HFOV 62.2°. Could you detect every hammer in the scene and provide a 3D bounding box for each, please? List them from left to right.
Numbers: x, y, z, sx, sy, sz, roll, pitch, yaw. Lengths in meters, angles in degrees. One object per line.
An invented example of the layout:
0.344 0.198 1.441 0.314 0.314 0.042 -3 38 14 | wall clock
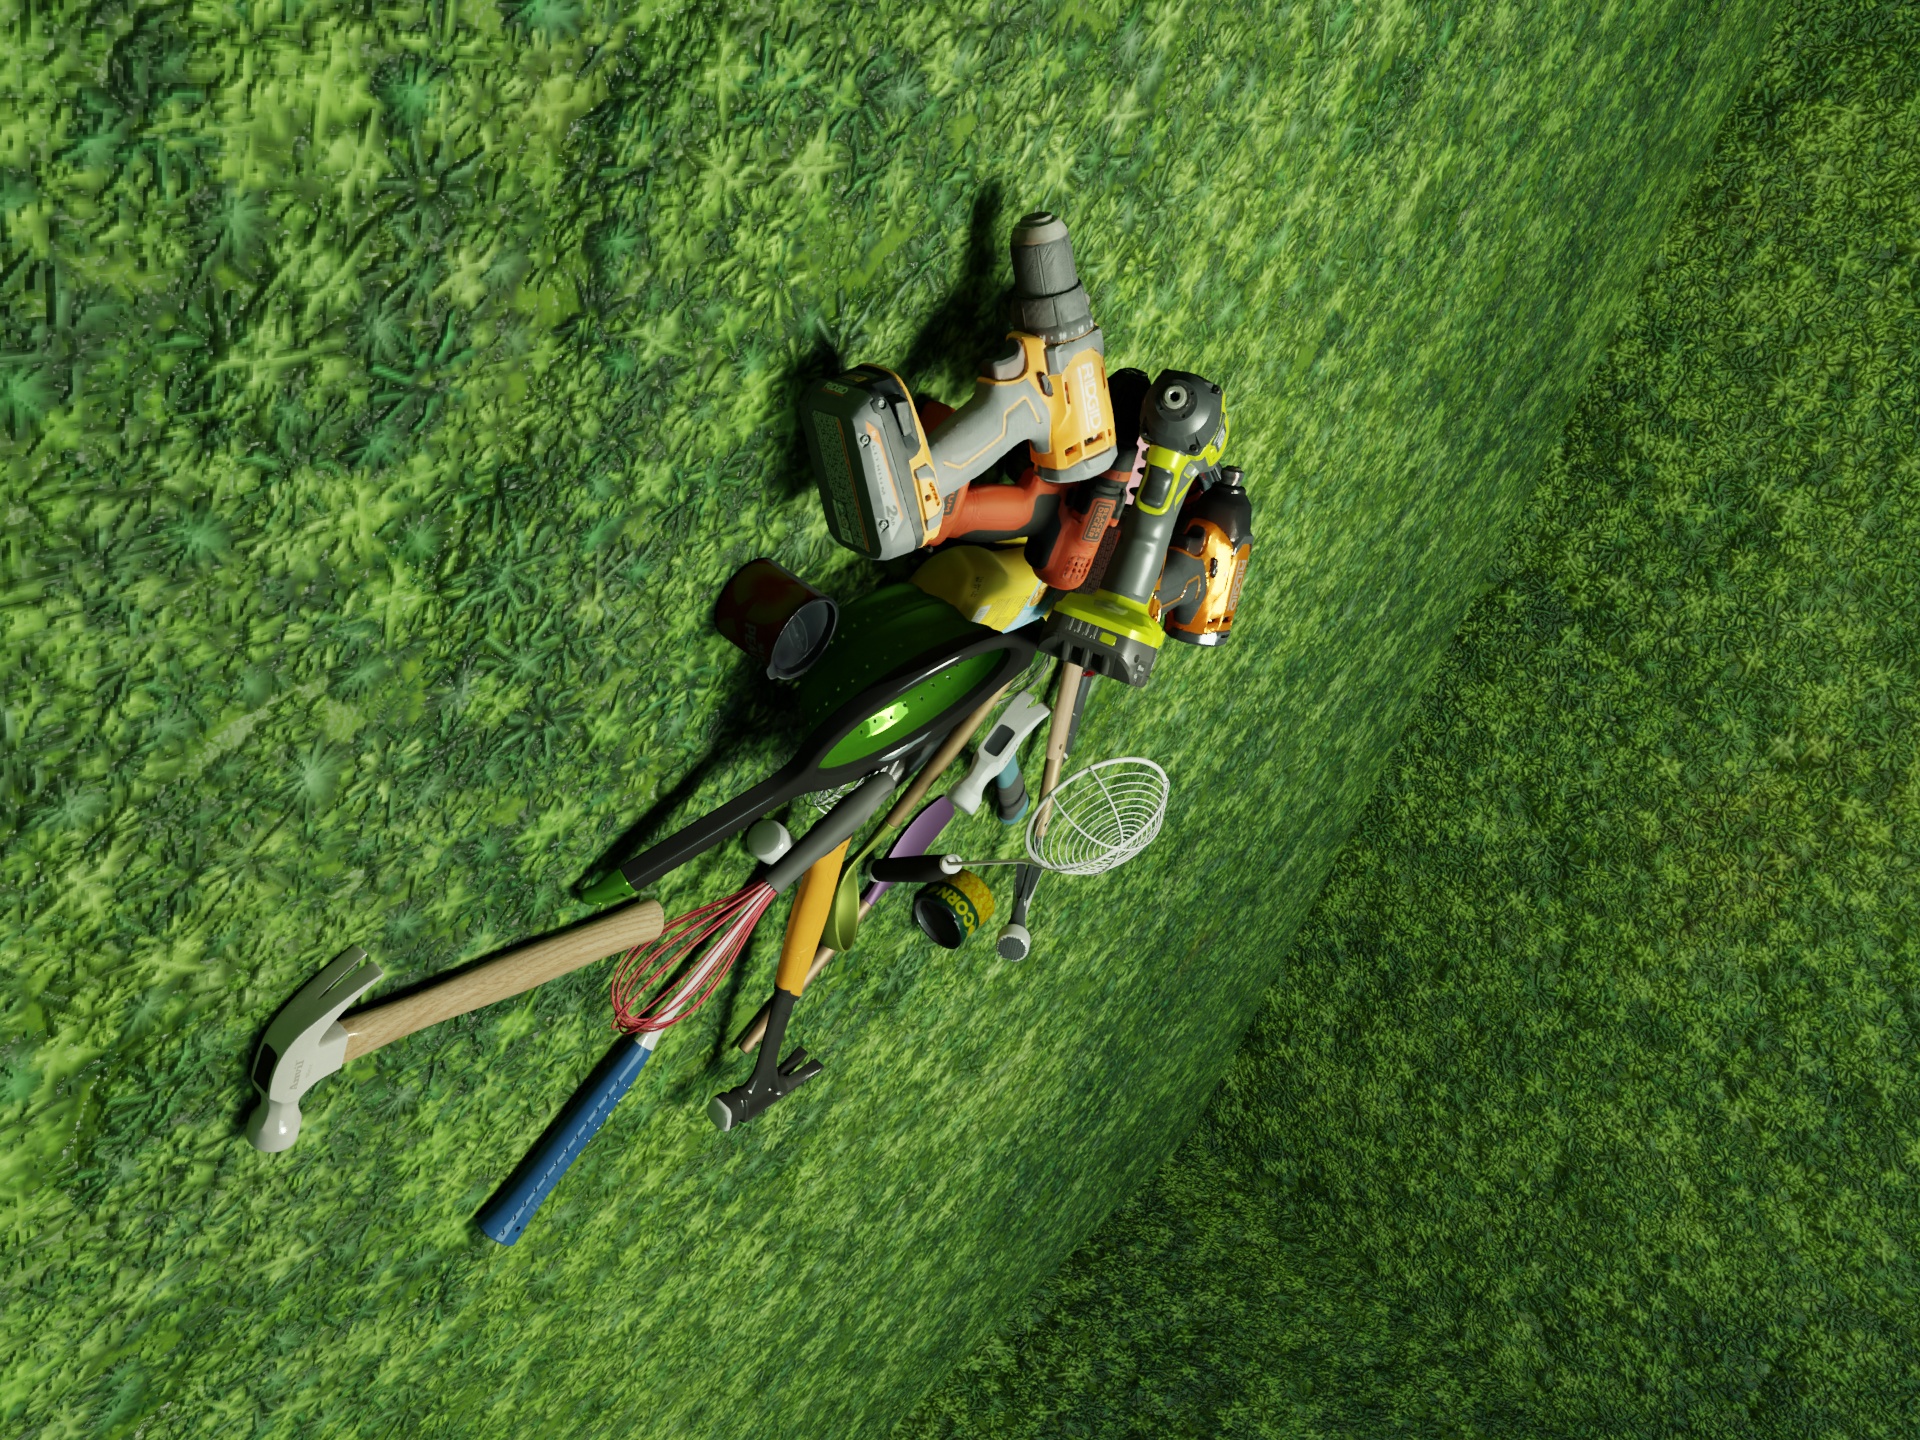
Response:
-0.329 0.181 1.097 0.331 0.031 0.130 -19 138 -54 | hammer
-0.256 0.265 1.338 0.405 0.035 0.144 -52 156 -8 | hammer
-0.142 0.218 1.402 0.127 0.034 0.336 -25 142 -47 | hammer
0.045 0.057 1.549 0.128 0.033 0.331 -56 169 -8 | hammer
0.102 0.050 1.673 0.149 0.036 0.408 -71 175 -63 | hammer

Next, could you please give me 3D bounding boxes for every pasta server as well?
0.121 -0.114 1.412 0.060 0.040 0.316 -2 109 -50 | pasta server

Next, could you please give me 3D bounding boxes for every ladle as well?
-0.037 0.079 1.417 0.320 0.062 0.078 -52 180 18 | ladle

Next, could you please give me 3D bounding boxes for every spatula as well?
-0.109 0.196 1.545 0.316 0.018 0.059 -50 152 -15 | spatula

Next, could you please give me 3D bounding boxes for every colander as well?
-0.125 0.003 1.195 0.397 0.094 0.204 -31 168 -9 | colander

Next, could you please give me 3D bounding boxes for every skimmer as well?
0.031 0.094 1.396 0.127 0.363 0.090 9 78 -37 | skimmer

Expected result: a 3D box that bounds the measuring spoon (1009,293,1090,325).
0.068 -0.320 1.220 0.124 0.018 0.034 -29 144 -57 | measuring spoon

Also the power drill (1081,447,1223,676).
0.154 -0.159 1.481 0.220 0.079 0.143 -45 127 -12 | power drill

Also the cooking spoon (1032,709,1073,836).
0.106 -0.037 1.555 0.068 0.017 0.319 -5 110 -48 | cooking spoon

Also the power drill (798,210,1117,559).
0.005 -0.226 1.077 0.226 0.084 0.185 -28 124 -27 | power drill

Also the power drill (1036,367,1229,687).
0.133 -0.142 1.163 0.171 0.080 0.223 -1 111 -78 | power drill

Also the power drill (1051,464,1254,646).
0.180 -0.142 1.383 0.226 0.084 0.164 -10 117 -52 | power drill

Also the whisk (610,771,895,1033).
-0.165 0.142 1.261 0.296 0.073 0.073 -42 155 -4 | whisk

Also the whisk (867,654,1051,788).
-0.003 -0.005 1.457 0.239 0.055 0.055 -41 153 -19 | whisk

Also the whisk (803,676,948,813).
-0.035 -0.021 1.363 0.285 0.070 0.070 -47 155 -29 | whisk
